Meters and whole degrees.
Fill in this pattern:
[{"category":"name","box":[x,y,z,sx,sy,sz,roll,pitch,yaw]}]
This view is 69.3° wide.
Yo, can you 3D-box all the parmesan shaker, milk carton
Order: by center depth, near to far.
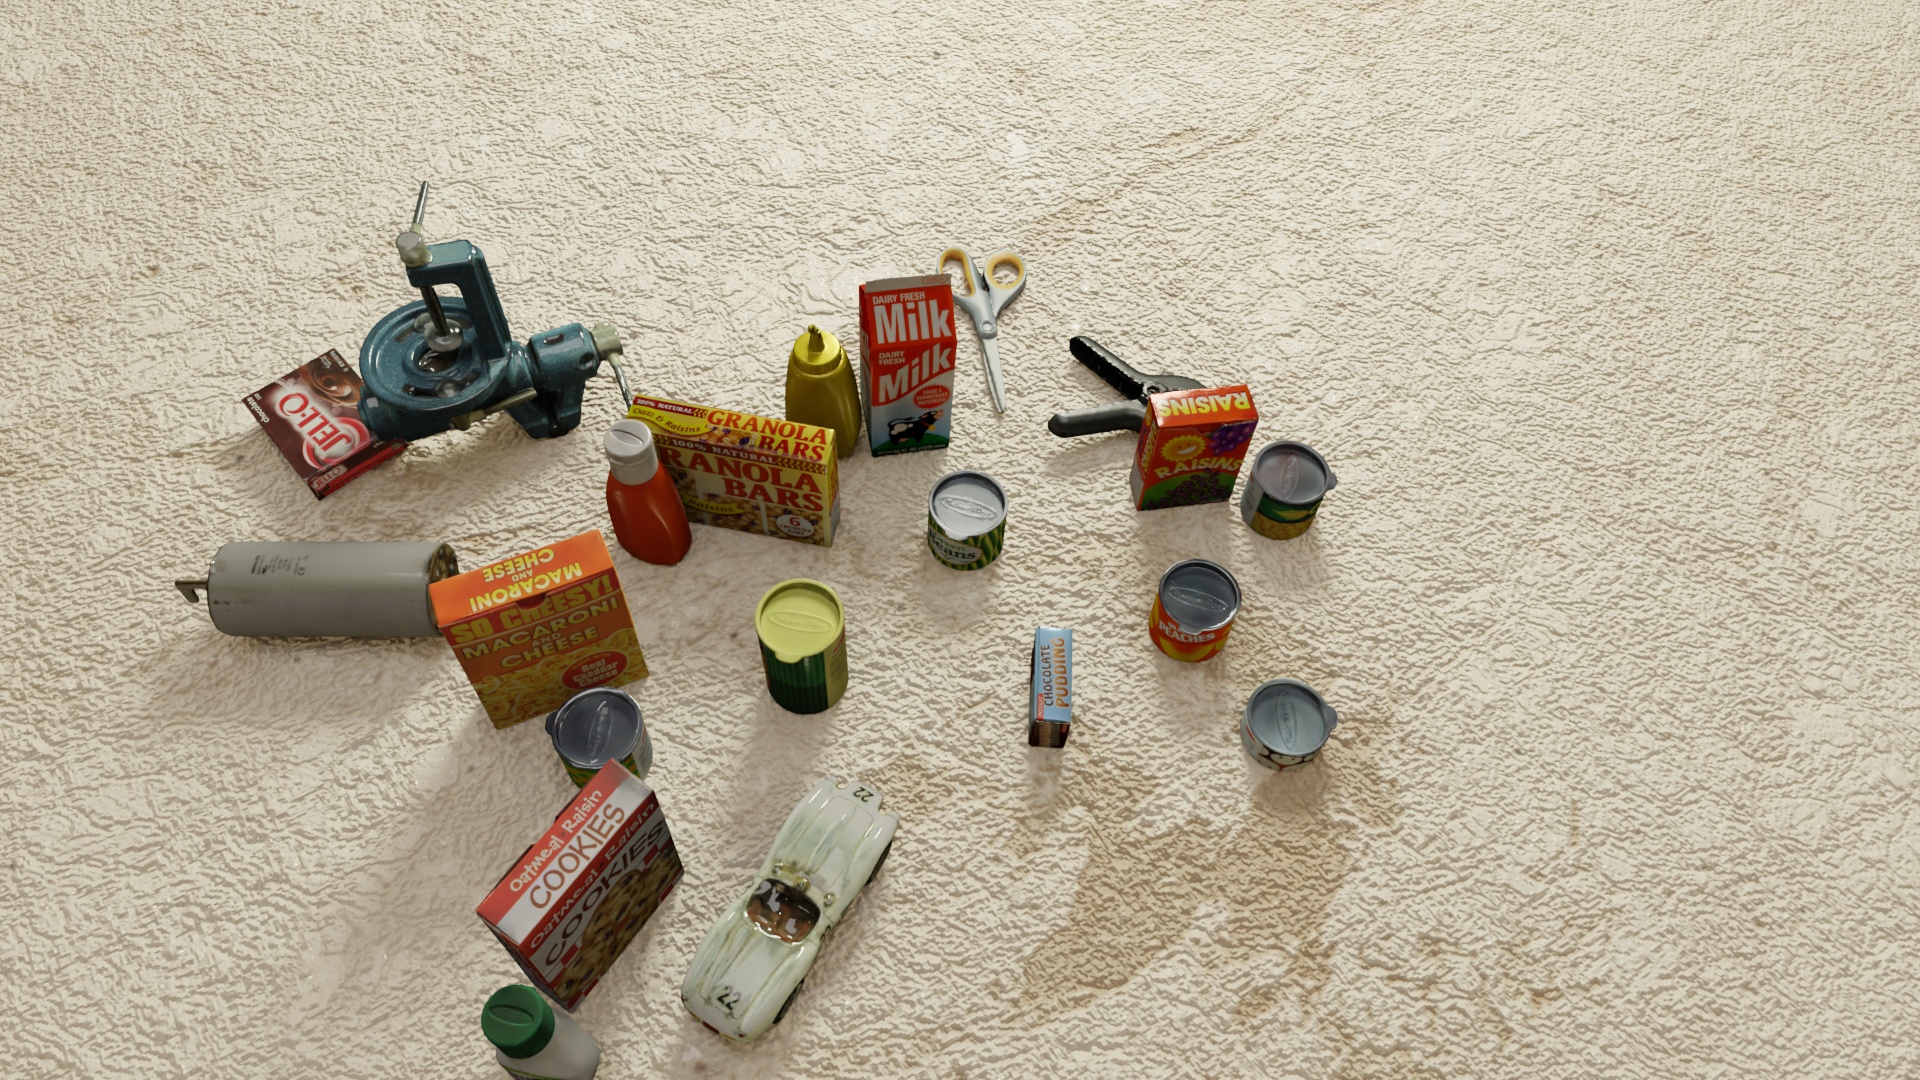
[{"category":"parmesan shaker","box":[-0.121,0.085,1.062,0.071,0.102,0.071,1,58,-2]},{"category":"milk carton","box":[-0.046,-0.157,1.170,0.072,0.189,0.074,-8,58,-8]}]

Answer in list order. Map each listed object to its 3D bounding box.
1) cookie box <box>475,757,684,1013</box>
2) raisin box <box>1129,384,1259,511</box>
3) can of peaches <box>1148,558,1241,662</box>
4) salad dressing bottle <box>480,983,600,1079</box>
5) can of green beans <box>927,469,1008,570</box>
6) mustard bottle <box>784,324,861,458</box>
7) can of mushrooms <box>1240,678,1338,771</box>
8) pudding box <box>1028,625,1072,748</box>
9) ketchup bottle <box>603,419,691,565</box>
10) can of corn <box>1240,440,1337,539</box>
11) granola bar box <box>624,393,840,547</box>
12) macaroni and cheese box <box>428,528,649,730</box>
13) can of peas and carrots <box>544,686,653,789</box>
[{"category":"cookie box","box":[-0.247,0.232,0.924,0.040,0.166,0.123,30,61,15]},{"category":"raisin box","box":[0.194,-0.076,1.170,0.086,0.122,0.040,-6,58,-6]},{"category":"can of peaches","box":[0.187,0.059,1.122,0.071,0.057,0.071,1,58,-2]},{"category":"salad dressing bottle","box":[-0.268,0.318,0.880,0.064,0.147,0.044,13,58,5]},{"category":"can of green beans","box":[0.005,-0.016,1.161,0.071,0.057,0.071,1,58,-2]},{"category":"mustard bottle","box":[-0.117,-0.131,1.167,0.065,0.159,0.049,7,58,1]},{"category":"can of mushrooms","box":[0.256,0.144,1.085,0.071,0.033,0.071,1,57,-2]},{"category":"pudding box","box":[0.070,0.114,1.085,0.030,0.049,0.084,4,57,0]},{"category":"ketchup bottle","box":[-0.254,-0.038,1.107,0.065,0.148,0.044,22,59,11]},{"category":"can of corn","box":[0.280,-0.042,1.191,0.071,0.058,0.071,1,58,-2]},{"category":"granola bar box","box":[-0.183,-0.056,1.137,0.166,0.123,0.039,11,58,4]},{"category":"macaroni and cheese box","box":[-0.305,0.069,1.026,0.124,0.165,0.040,-20,61,-15]},{"category":"can of peas and carrots","box":[-0.269,0.151,1.039,0.071,0.058,0.071,1,58,-2]}]
